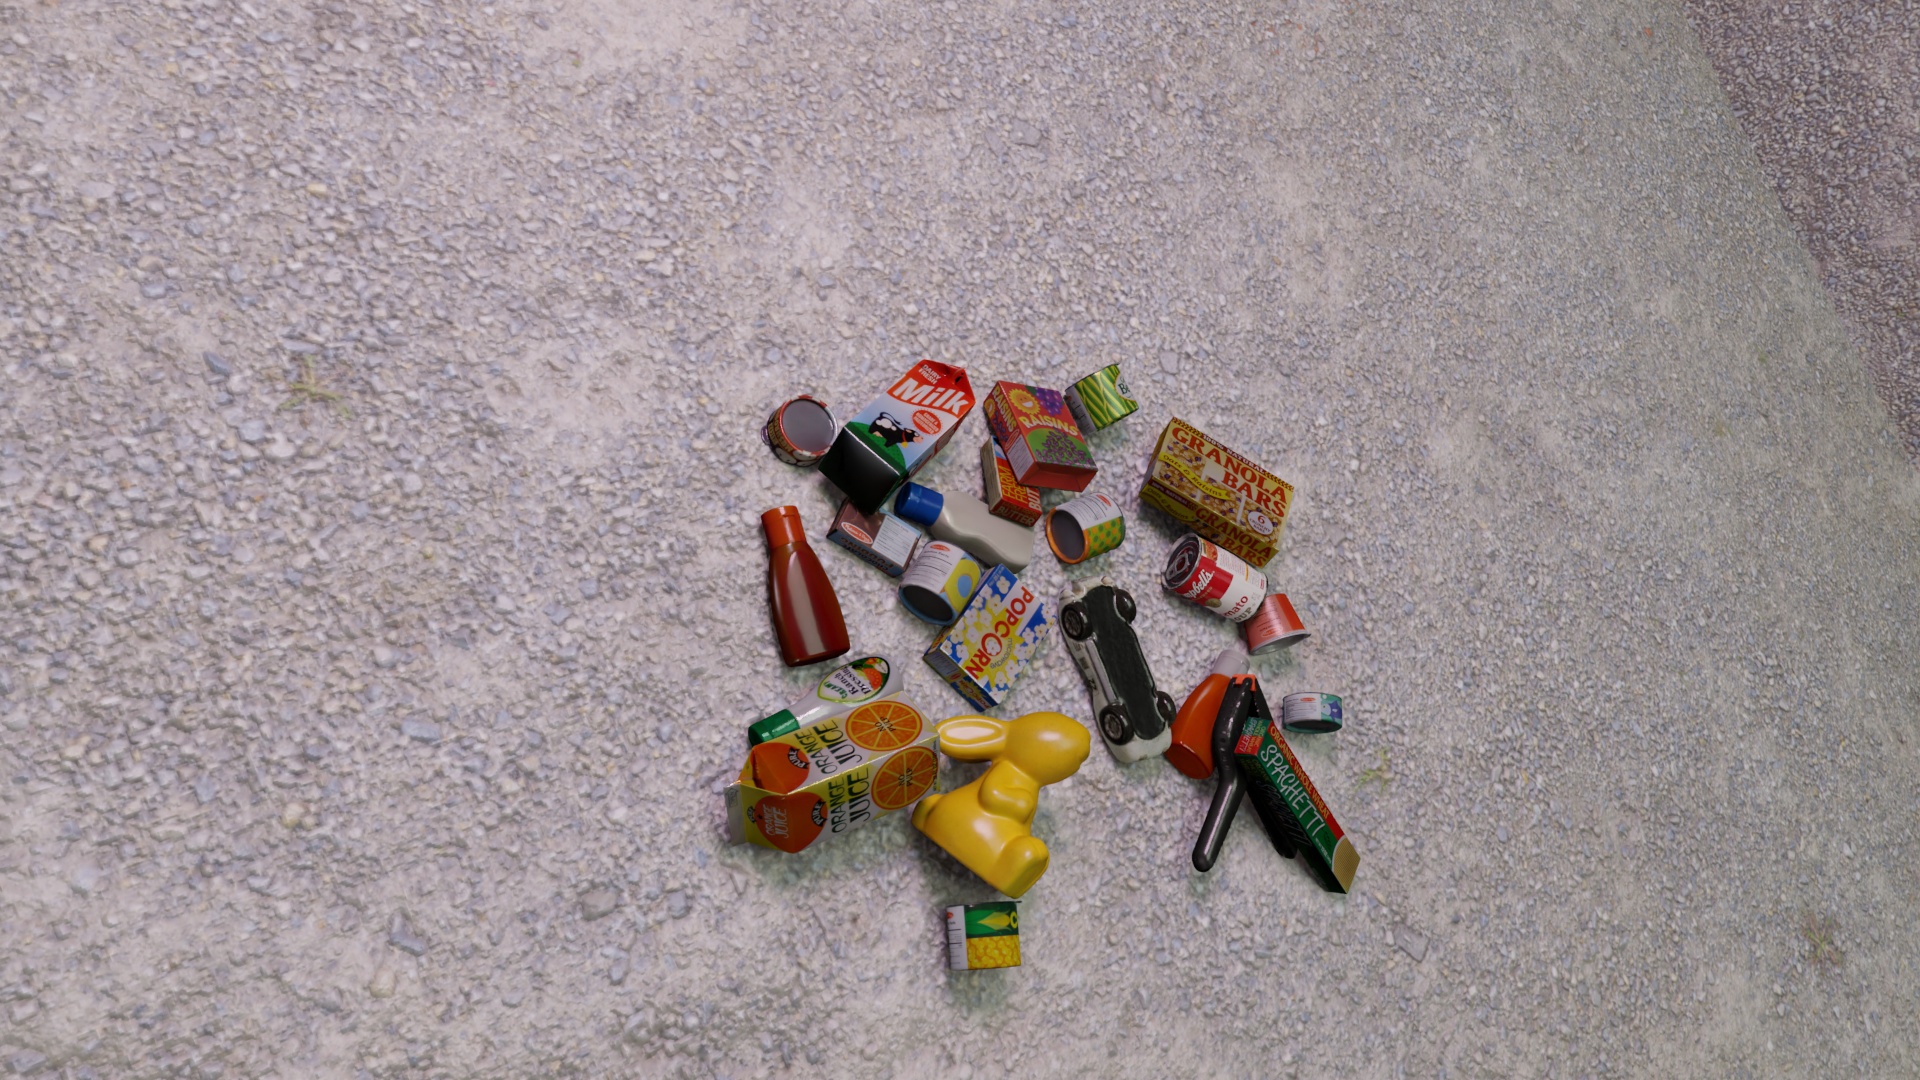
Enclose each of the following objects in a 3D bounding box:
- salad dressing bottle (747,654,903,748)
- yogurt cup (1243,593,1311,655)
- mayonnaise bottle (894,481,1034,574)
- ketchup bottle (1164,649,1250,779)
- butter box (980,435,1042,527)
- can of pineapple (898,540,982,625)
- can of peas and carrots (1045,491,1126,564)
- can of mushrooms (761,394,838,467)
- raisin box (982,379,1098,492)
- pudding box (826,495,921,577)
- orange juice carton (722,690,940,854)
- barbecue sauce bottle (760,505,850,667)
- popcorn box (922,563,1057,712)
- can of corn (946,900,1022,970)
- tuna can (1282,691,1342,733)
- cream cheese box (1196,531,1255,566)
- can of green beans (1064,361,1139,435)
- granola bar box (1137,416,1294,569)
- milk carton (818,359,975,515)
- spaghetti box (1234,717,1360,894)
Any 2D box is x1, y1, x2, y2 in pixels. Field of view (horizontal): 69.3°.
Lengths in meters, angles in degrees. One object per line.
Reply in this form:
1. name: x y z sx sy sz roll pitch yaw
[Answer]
1. salad dressing bottle: -0.123 0.155 1.278 0.148 0.043 0.064 -26 45 -29
2. yogurt cup: 0.355 0.095 1.586 0.072 0.072 0.054 -6 68 -33
3. mayonnaise bottle: 0.005 -0.018 1.428 0.148 0.041 0.065 22 55 -22
4. ketchup bottle: 0.274 0.185 1.514 0.064 0.043 0.149 48 55 -19
5. butter box: 0.053 -0.062 1.458 0.053 0.024 0.104 20 37 -24
6. can of pineapple: -0.020 0.044 1.375 0.071 0.070 0.058 40 58 -13
7. can of peas and carrots: 0.133 -0.011 1.489 0.059 0.070 0.071 -20 84 -35
8. can of mushrooms: -0.157 -0.108 1.366 0.071 0.033 0.071 11 68 -28
9. raisin box: 0.085 -0.111 1.483 0.086 0.040 0.124 5 46 -33
10. pudding box: -0.085 -0.006 1.374 0.083 0.030 0.050 32 60 -18
11. orange juice carton: -0.116 0.210 1.226 0.193 0.073 0.071 -18 127 -26
12. barbecue sauce bottle: -0.152 0.042 1.308 0.065 0.043 0.148 -10 77 -34
13. popcorn box: 0.031 0.097 1.402 0.085 0.038 0.127 44 56 -11
14. can of corn: 0.024 0.364 1.281 0.071 0.071 0.058 6 71 -30
15. tuna can: 0.400 0.197 1.575 0.071 0.071 0.033 16 66 -26
16. cream cheese box: 0.310 -0.010 1.620 0.103 0.024 0.053 50 56 -6
17. can of green beans: 0.159 -0.158 1.556 0.071 0.071 0.058 -27 88 -35
18. granola bar box: 0.291 -0.055 1.578 0.165 0.038 0.125 30 43 -3
19. milk carton: -0.052 -0.115 1.391 0.073 0.072 0.191 41 45 3
20. spaghetti box: 0.364 0.287 1.491 0.249 0.028 0.050 54 52 -29
